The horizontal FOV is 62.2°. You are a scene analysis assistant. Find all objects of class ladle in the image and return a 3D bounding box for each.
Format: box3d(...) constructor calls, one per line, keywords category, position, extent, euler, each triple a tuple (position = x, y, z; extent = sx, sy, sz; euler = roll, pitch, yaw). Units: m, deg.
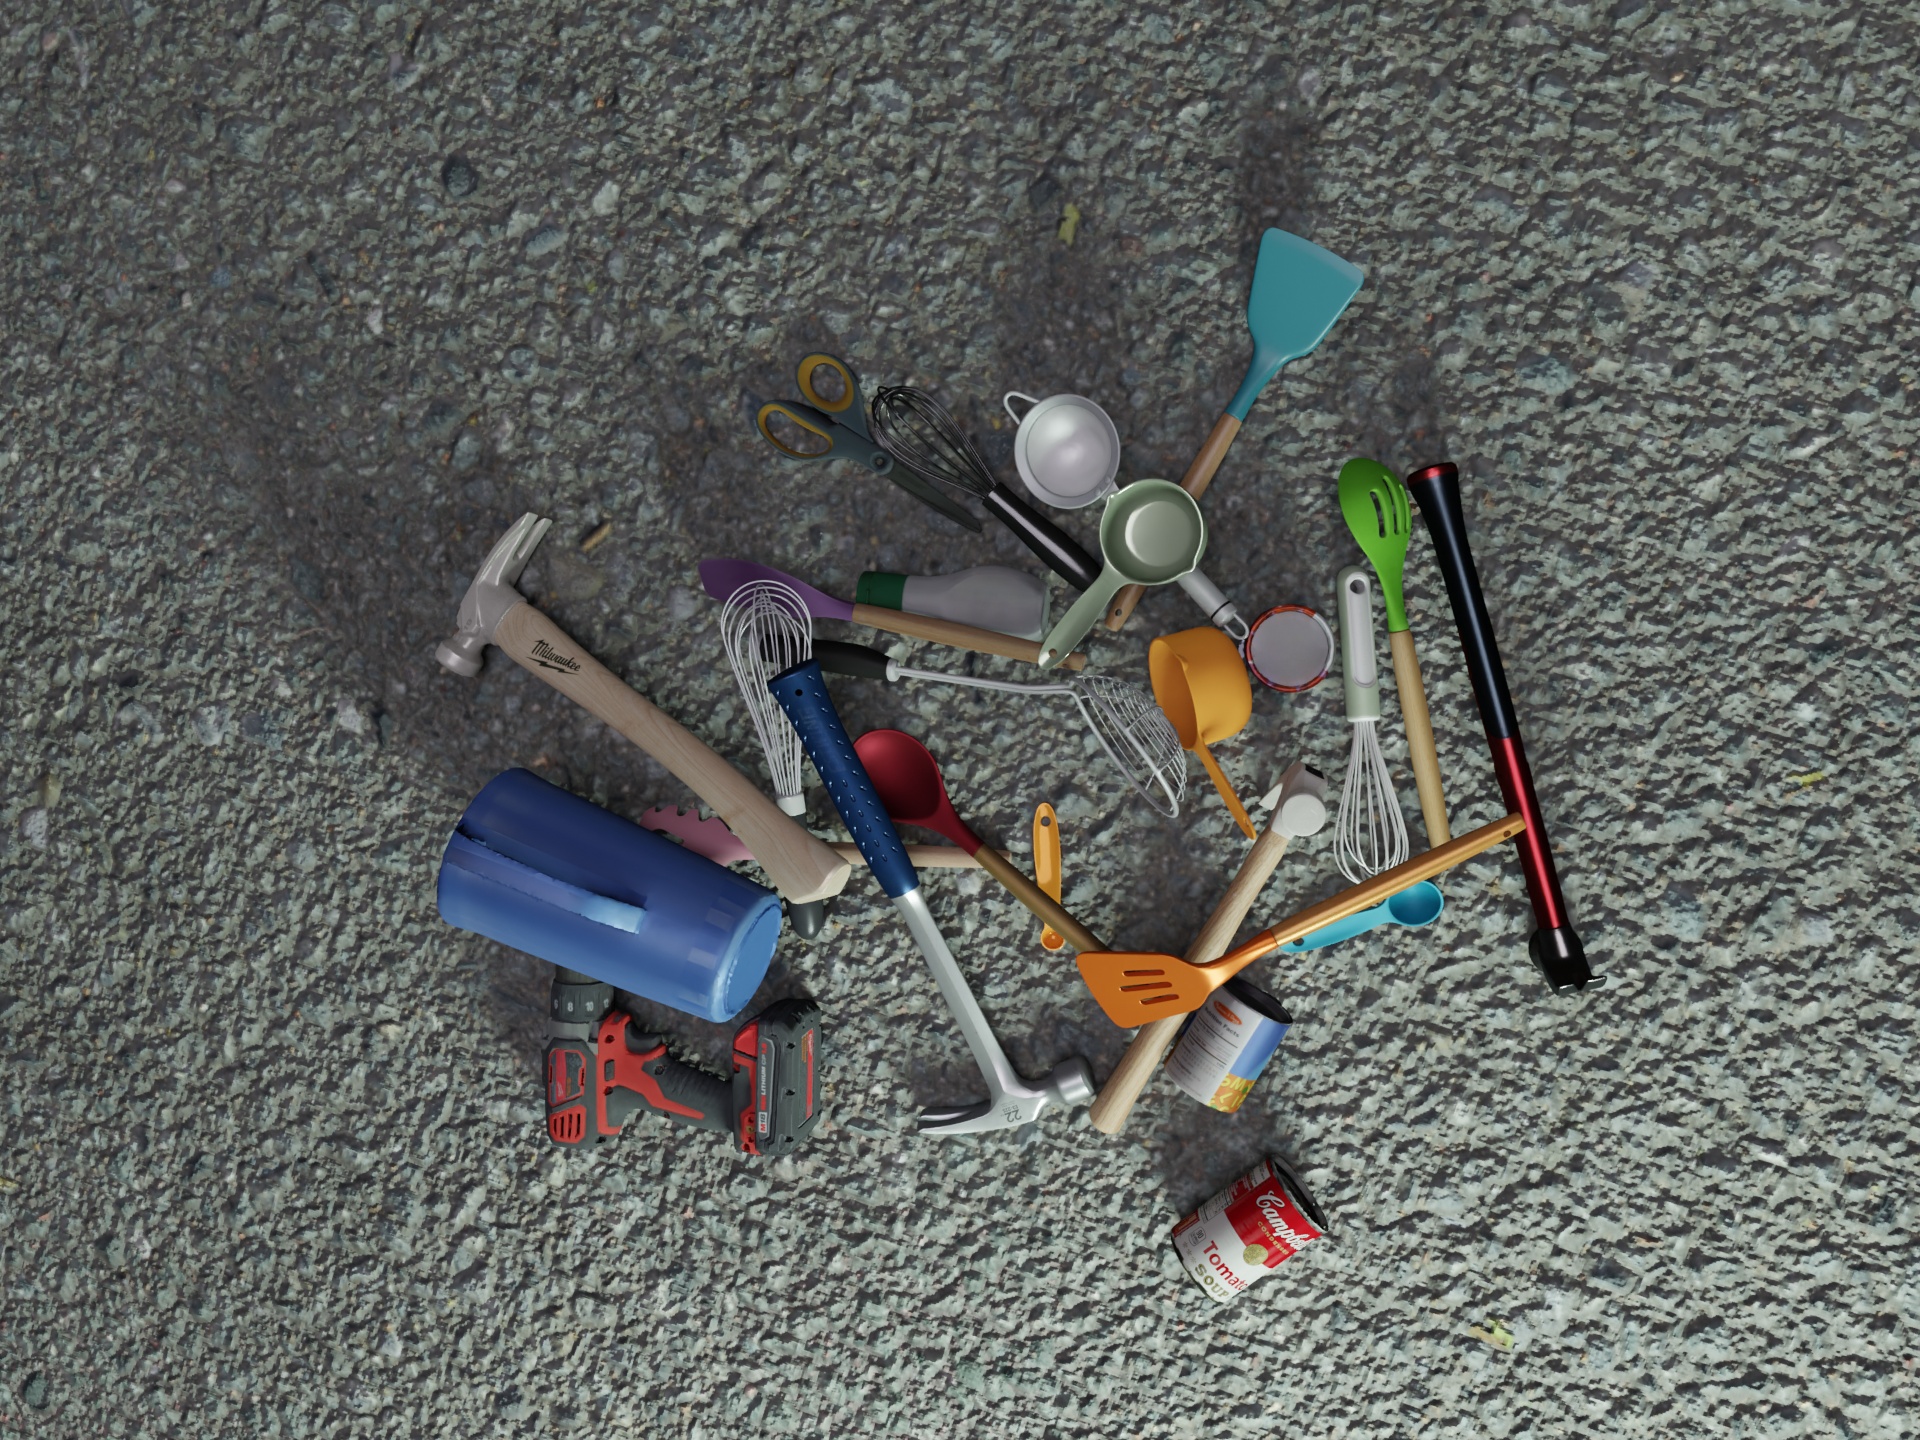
box3d(category="ladle", position=(0.034, 0.115, 1.220), extent=(0.316, 0.031, 0.069), euler=(40, 102, 19))

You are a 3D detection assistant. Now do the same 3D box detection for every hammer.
box3d(category="hammer", position=(0.184, 0.174, 1.197), extent=(0.031, 0.130, 0.331), euler=(29, 109, 4))
box3d(category="hammer", position=(0.387, 0.002, 1.137), extent=(0.038, 0.143, 0.386), euler=(-15, 87, 13))
box3d(category="hammer", position=(-0.238, -0.003, 1.234), extent=(0.411, 0.038, 0.146), euler=(36, 99, 21))
box3d(category="hammer", position=(-0.043, 0.142, 1.219), extent=(0.144, 0.035, 0.405), euler=(-24, 103, 12))

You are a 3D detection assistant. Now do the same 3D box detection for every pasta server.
box3d(category="pasta server", position=(-0.116, 0.104, 1.279), extent=(0.316, 0.040, 0.060), euler=(2, 94, 6))

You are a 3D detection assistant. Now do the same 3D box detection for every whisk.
box3d(category="whisk", position=(-0.137, 0.033, 1.231), extent=(0.070, 0.070, 0.284), euler=(-5, 99, 10))
box3d(category="whisk", position=(0.025, -0.174, 1.221), extent=(0.239, 0.055, 0.055), euler=(41, 99, -2))
box3d(category="whisk", position=(0.302, 0.006, 1.189), extent=(0.058, 0.059, 0.246), euler=(-4, 88, -7))

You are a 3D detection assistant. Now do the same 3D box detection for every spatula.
box3d(category="spatula", position=(-0.057, -0.079, 1.221), extent=(0.316, 0.059, 0.018), euler=(14, 56, 13))
box3d(category="spatula", position=(0.239, 0.135, 1.112), extent=(0.322, 0.041, 0.081), euler=(-27, 119, 9))
box3d(category="spatula", position=(0.189, -0.208, 1.196), extent=(0.082, 0.044, 0.317), euler=(31, 99, 13))

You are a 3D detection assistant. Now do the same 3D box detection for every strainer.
box3d(category="strainer", position=(0.127, -0.155, 1.194), extent=(0.258, 0.050, 0.087), euler=(50, 120, 14))

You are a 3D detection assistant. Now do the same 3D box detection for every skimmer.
box3d(category="skimmer", position=(-0.002, -0.004, 1.217), extent=(0.363, 0.127, 0.090), euler=(10, 70, 16))

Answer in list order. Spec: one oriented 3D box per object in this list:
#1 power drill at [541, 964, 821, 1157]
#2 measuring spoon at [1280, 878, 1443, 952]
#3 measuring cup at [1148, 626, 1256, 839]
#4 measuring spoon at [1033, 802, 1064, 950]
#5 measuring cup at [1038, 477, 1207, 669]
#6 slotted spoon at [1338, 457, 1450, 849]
box3d(category="power drill", position=(-0.231, 0.257, 1.284), extent=(0.227, 0.080, 0.188), euler=(2, 94, 13))
box3d(category="measuring spoon", position=(0.304, 0.148, 1.215), extent=(0.128, 0.021, 0.042), euler=(-22, 112, 19))
box3d(category="measuring cup", position=(0.196, 0.007, 1.166), extent=(0.052, 0.095, 0.174), euler=(-18, 61, -11))
box3d(category="measuring spoon", position=(0.070, 0.123, 1.256), extent=(0.021, 0.011, 0.117), euler=(-4, 89, 10))
box3d(category="measuring cup", position=(0.115, -0.102, 1.164), extent=(0.083, 0.038, 0.167), euler=(43, 109, 12))
box3d(category="slotted spoon", position=(0.333, -0.042, 1.184), extent=(0.031, 0.070, 0.313), euler=(-4, 100, 54))
